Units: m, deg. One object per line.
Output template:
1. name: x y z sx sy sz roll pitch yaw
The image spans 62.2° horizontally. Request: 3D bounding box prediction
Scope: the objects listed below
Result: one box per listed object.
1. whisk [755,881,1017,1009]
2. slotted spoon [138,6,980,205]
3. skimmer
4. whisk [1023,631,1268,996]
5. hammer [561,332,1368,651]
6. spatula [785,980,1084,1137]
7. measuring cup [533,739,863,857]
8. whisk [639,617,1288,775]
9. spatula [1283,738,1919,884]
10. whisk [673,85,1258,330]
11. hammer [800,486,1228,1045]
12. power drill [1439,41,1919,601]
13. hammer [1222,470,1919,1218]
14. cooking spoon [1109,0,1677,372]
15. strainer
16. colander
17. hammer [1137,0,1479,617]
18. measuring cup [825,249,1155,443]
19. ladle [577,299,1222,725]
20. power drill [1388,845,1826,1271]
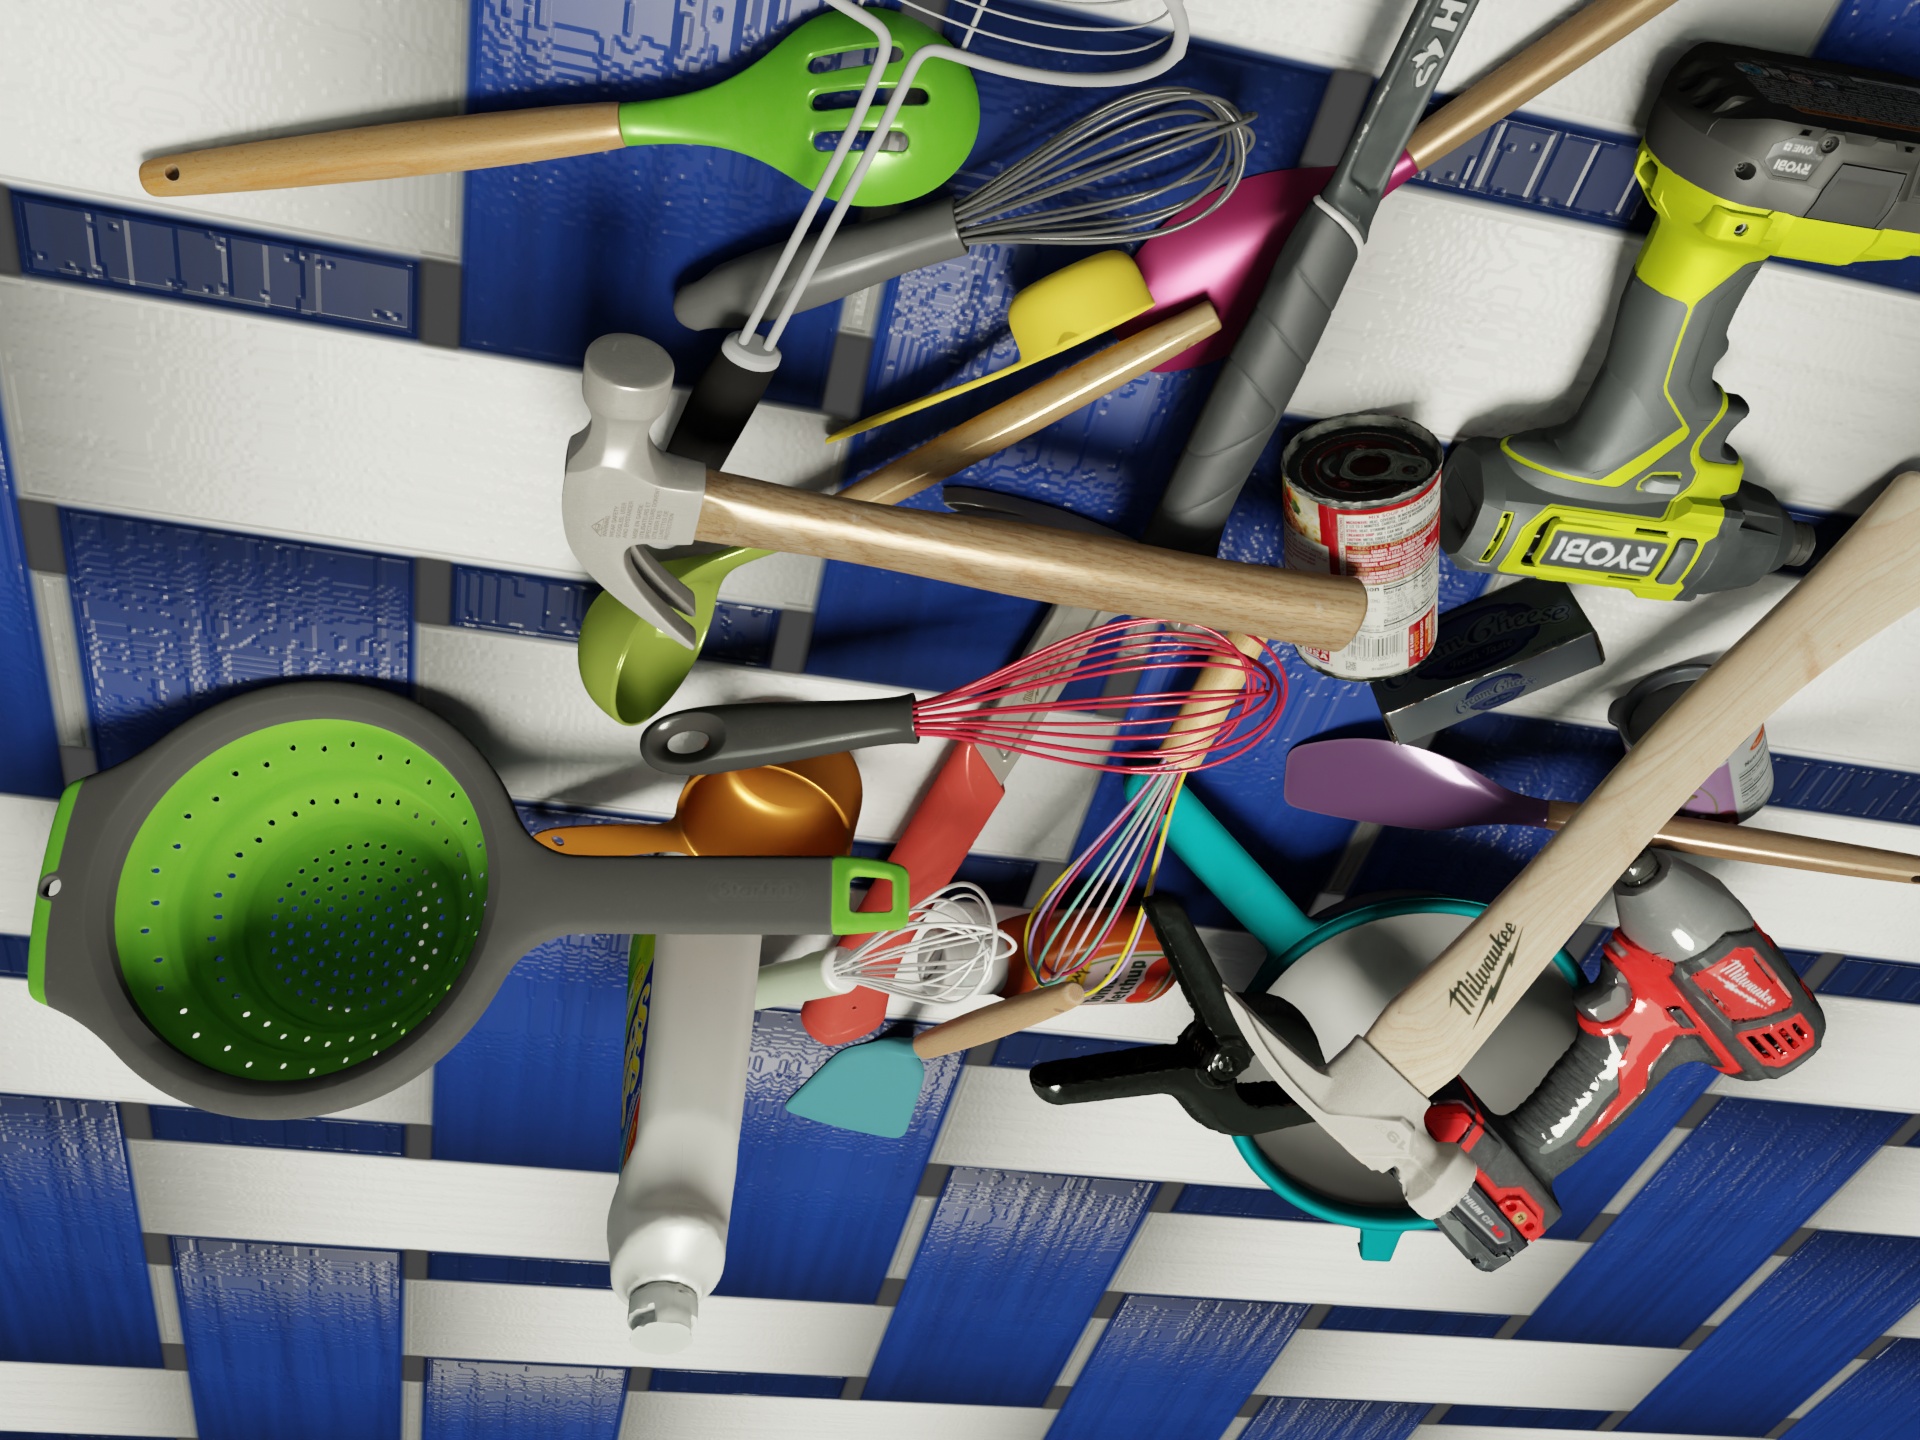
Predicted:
1. whisk: -0.058 0.128 0.828 0.057 0.059 0.246 13 159 -36
2. slotted spoon: -0.150 -0.215 0.587 0.314 0.031 0.070 -5 99 3
3. skimmer: -0.054 -0.150 0.557 0.127 0.090 0.363 14 144 -23
4. whisk: 0.094 0.036 0.788 0.051 0.047 0.245 10 114 -41
5. hammer: 0.009 -0.065 0.639 0.331 0.031 0.130 8 140 -15
6. spatula: -0.010 0.191 0.895 0.082 0.044 0.317 19 154 -18
7. measuring cup: -0.132 0.042 0.802 0.173 0.052 0.095 -5 128 17
8. whisk: -0.001 -0.002 0.719 0.296 0.073 0.073 -6 131 5
9. spatula: 0.323 0.050 0.803 0.316 0.018 0.059 9 133 14
10. whisk: -0.002 -0.193 0.615 0.239 0.055 0.055 -13 131 13
11. hammer: -0.012 0.045 0.821 0.149 0.037 0.359 18 126 -19
12. power drill: 0.318 -0.149 0.661 0.171 0.080 0.223 6 134 -9
13. hammer: 0.307 0.039 0.753 0.146 0.038 0.410 42 94 5
14. cooking spoon: 0.196 -0.233 0.611 0.319 0.017 0.068 -31 126 21
15. strainer: 0.203 0.132 0.891 0.211 0.095 0.340 -40 104 14
16. colander: -0.224 0.091 0.770 0.397 0.205 0.094 1 162 -2
17. hammer: 0.144 -0.200 0.584 0.149 0.036 0.408 1 133 -27
18. measuring cup: 0.004 -0.152 0.653 0.156 0.062 0.029 -18 101 27
19. ladle: -0.031 -0.088 0.685 0.320 0.078 0.062 -25 87 15
20. power drill: 0.313 0.166 0.814 0.219 0.079 0.143 -39 105 10
